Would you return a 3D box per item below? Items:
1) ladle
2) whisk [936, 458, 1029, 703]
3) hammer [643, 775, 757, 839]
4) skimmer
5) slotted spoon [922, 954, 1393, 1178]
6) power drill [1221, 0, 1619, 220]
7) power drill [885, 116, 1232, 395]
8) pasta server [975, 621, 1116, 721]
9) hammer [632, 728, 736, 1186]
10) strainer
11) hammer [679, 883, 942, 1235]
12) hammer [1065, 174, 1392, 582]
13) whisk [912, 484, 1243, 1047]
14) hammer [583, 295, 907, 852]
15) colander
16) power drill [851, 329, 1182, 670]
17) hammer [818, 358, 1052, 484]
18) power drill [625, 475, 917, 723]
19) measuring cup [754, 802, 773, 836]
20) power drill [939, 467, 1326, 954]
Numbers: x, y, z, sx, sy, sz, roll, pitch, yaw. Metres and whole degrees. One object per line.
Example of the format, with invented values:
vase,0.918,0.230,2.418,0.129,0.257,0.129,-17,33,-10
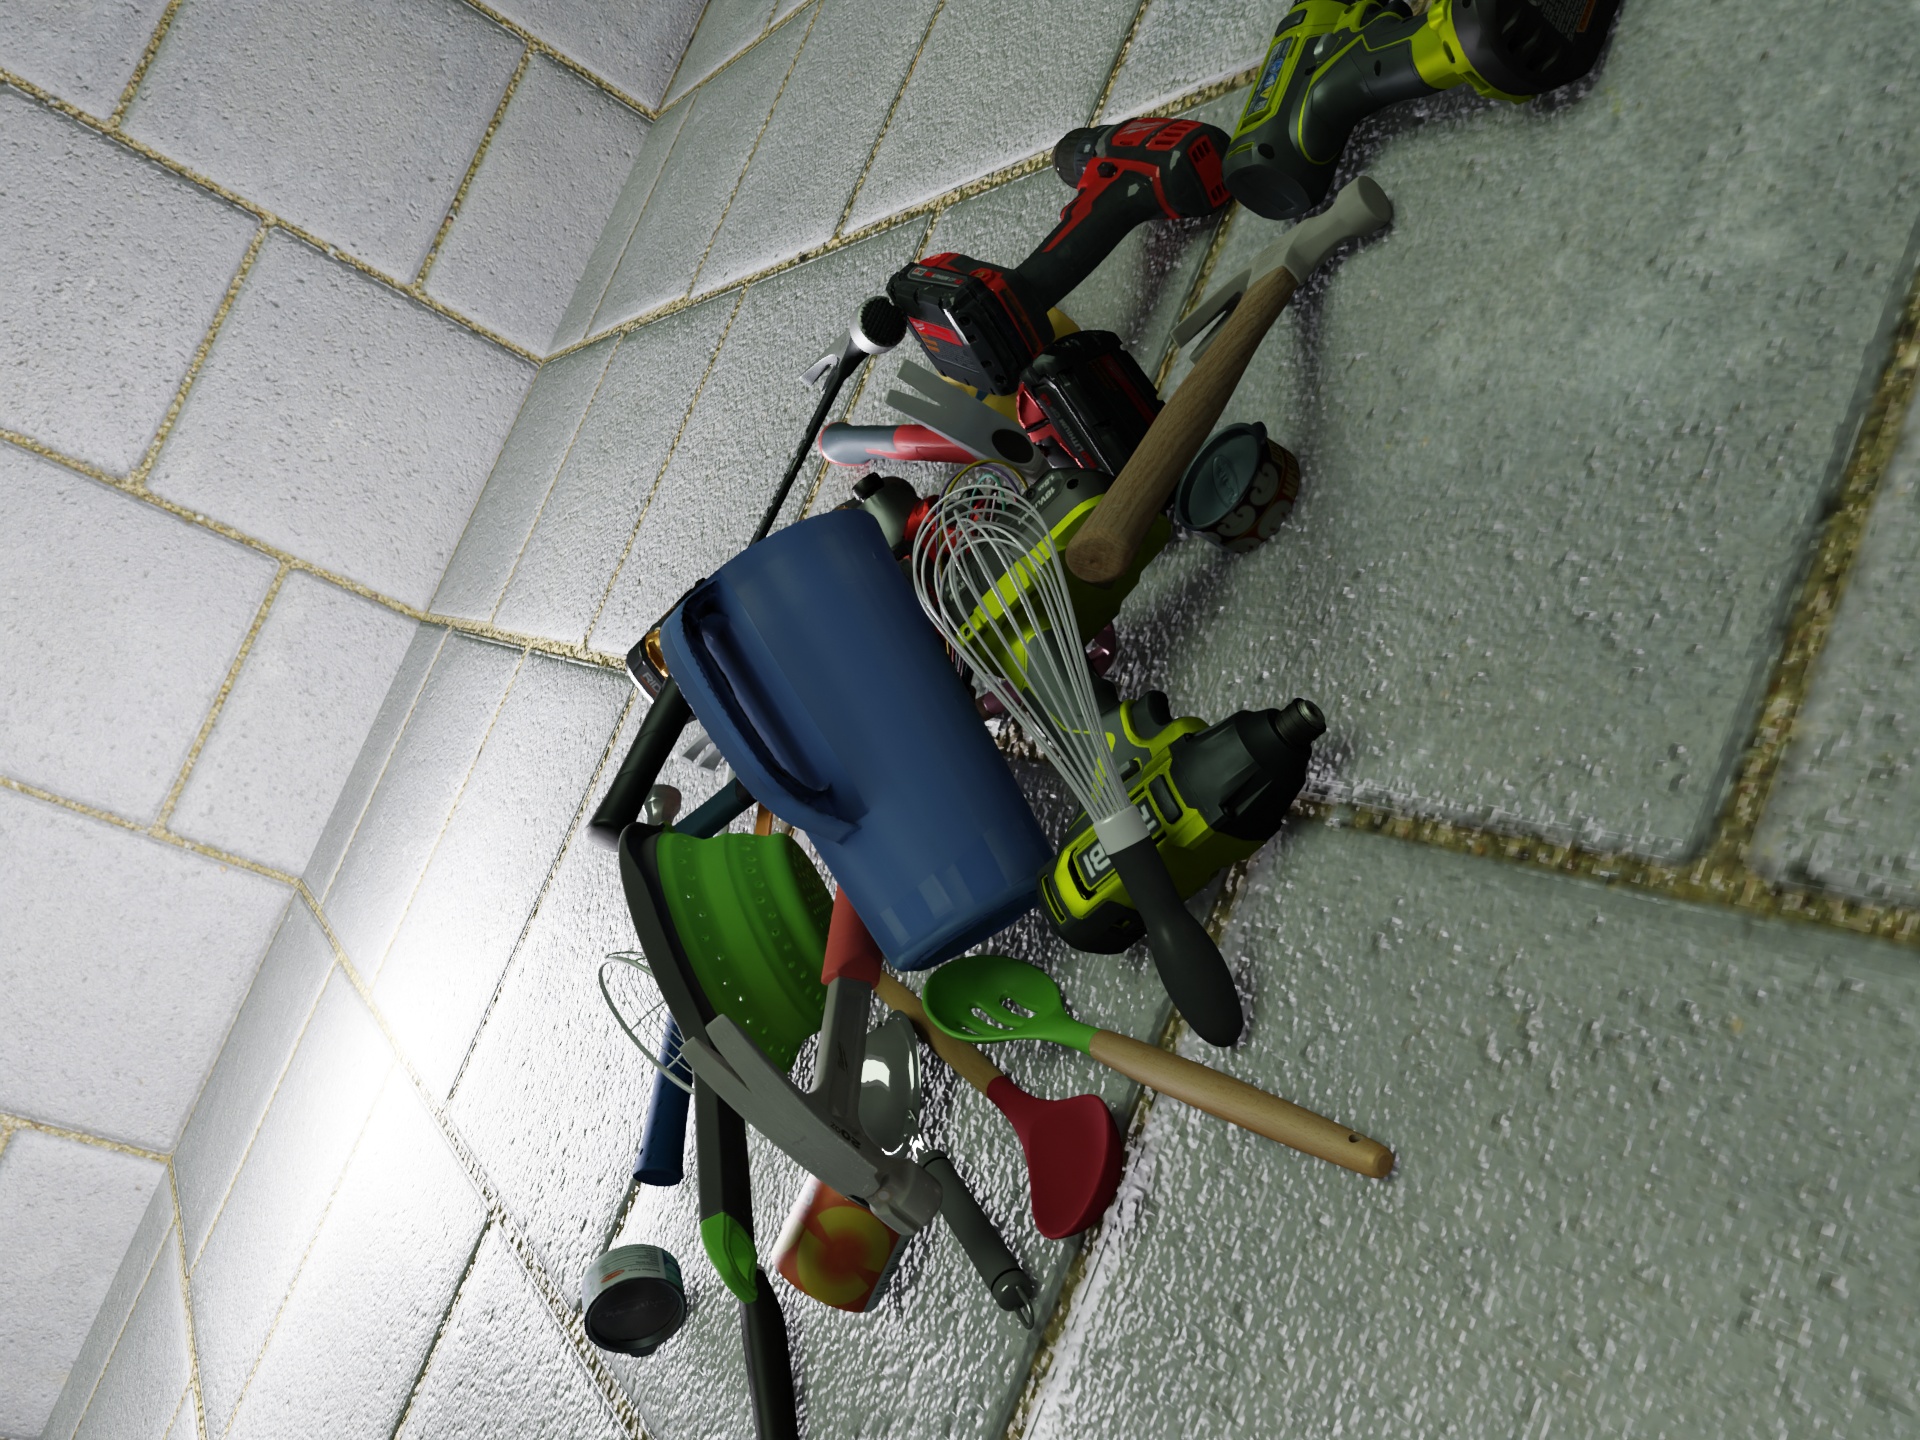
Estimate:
ladle,0.008,0.191,0.864,0.069,0.031,0.316,-63,26,-1
whisk,0.006,-0.038,0.956,0.051,0.047,0.244,37,128,45
hammer,-0.144,0.041,1.128,0.331,0.033,0.128,-37,41,41
skimmer,-0.167,0.295,0.985,0.364,0.090,0.127,-109,13,-45
slotted spoon,0.081,0.162,0.755,0.314,0.070,0.031,9,119,57
power drill,0.255,-0.396,0.888,0.228,0.080,0.190,1,66,62
power drill,0.061,-0.333,1.090,0.227,0.080,0.188,-41,34,-7
pasta server,-0.002,-0.003,1.028,0.316,0.040,0.060,-30,57,48
hammer,-0.200,0.155,1.229,0.144,0.035,0.406,-32,41,43
strainer,-0.019,0.235,0.857,0.259,0.050,0.087,42,125,57
hammer,-0.066,0.120,0.895,0.036,0.149,0.359,-39,18,17
hammer,0.129,-0.175,0.833,0.130,0.031,0.331,-29,20,46
whisk,0.060,0.021,0.732,0.070,0.070,0.284,-30,86,46
hammer,-0.155,-0.098,1.092,0.409,0.036,0.149,-65,17,-10
colander,-0.113,0.174,0.945,0.094,0.204,0.397,-26,28,2
power drill,0.028,-0.136,0.983,0.219,0.143,0.078,-36,0,39
hammer,-0.051,-0.217,1.199,0.038,0.143,0.386,-64,24,-1
power drill,-0.136,-0.102,1.233,0.226,0.084,0.185,-28,18,34
measuring cup,-0.118,0.034,1.177,0.095,0.052,0.174,-31,44,45
power drill,0.084,-0.016,0.818,0.171,0.080,0.223,-45,51,30
